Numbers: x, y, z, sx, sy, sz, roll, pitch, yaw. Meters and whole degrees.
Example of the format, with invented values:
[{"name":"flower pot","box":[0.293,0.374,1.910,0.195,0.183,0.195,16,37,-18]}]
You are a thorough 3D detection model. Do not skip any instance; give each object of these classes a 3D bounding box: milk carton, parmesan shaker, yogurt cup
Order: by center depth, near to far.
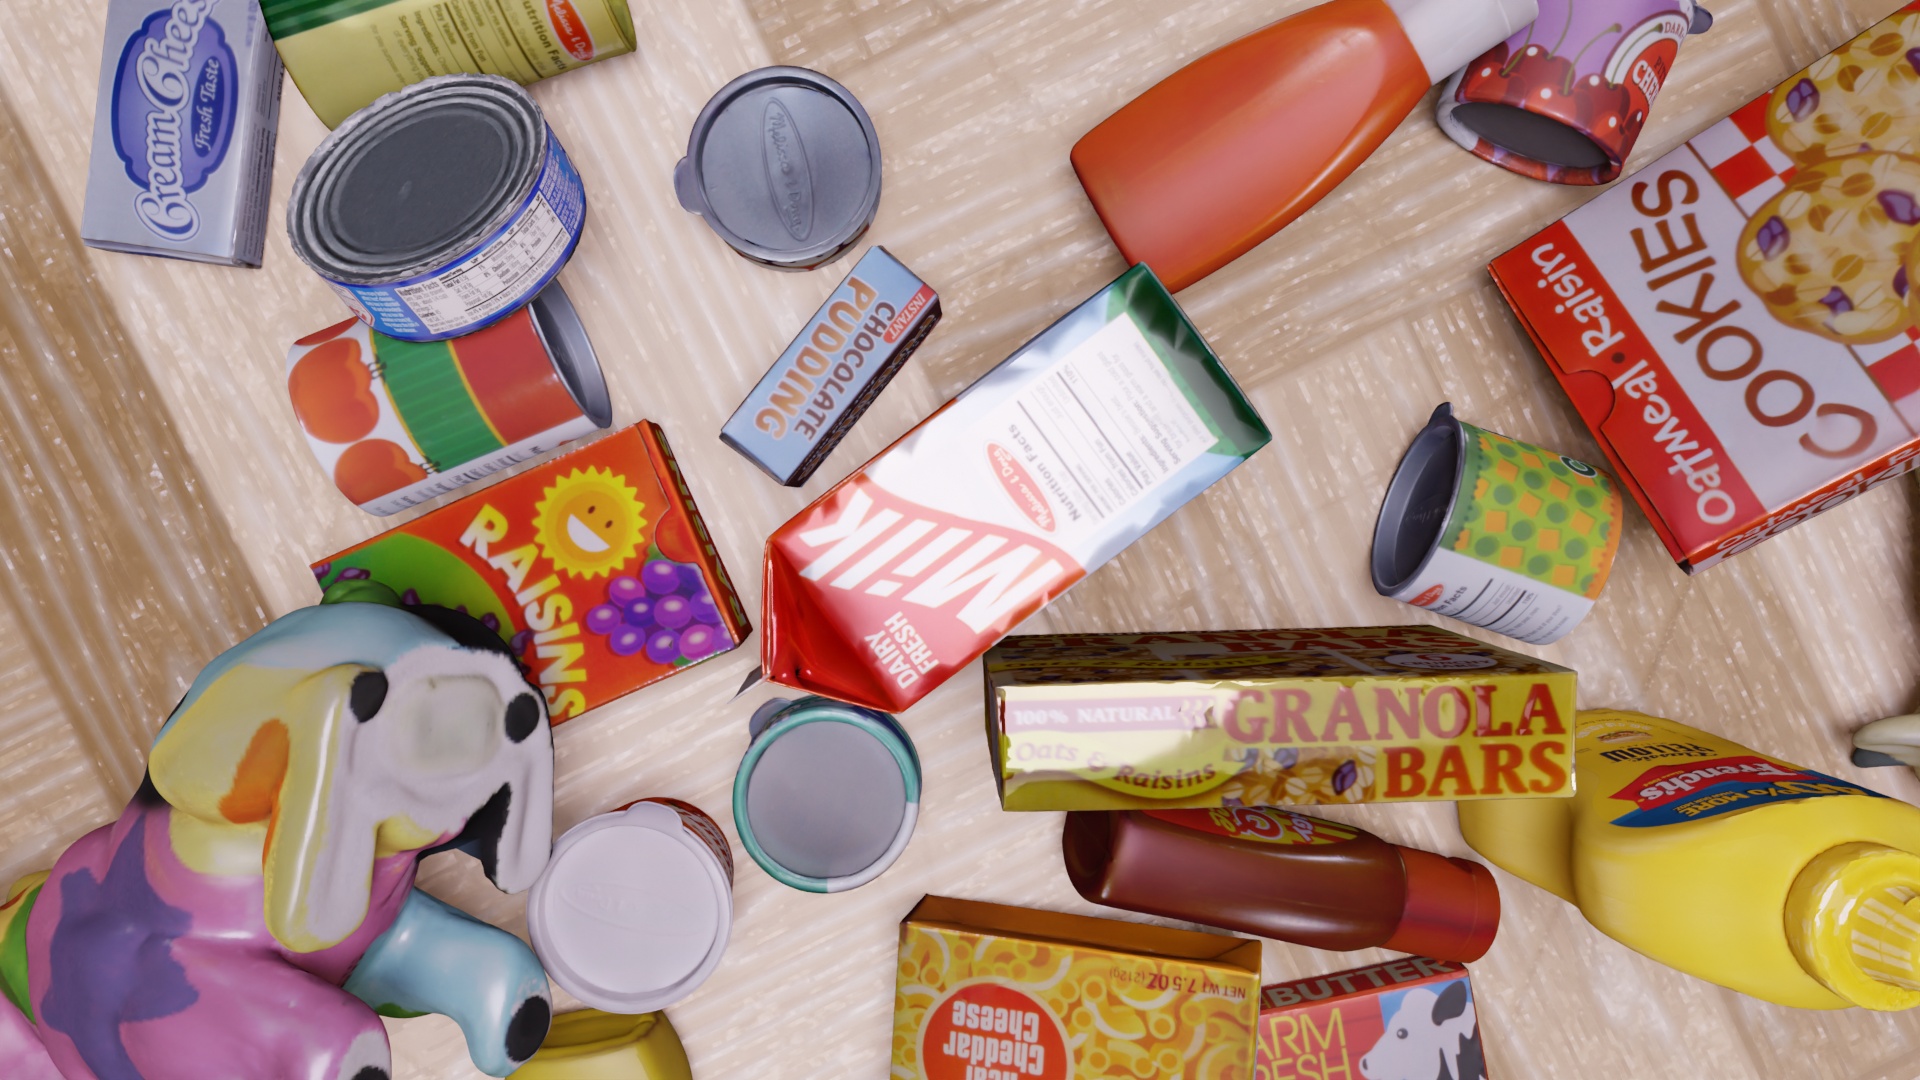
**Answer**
[{"name":"parmesan shaker","box":[-0.170,-0.183,0.462,0.103,0.071,0.071,-18,93,0]},{"name":"milk carton","box":[0.002,-0.006,0.472,0.190,0.072,0.073,-36,93,-1]},{"name":"yogurt cup","box":[-0.110,0.122,0.482,0.072,0.054,0.072,0,92,-1]}]

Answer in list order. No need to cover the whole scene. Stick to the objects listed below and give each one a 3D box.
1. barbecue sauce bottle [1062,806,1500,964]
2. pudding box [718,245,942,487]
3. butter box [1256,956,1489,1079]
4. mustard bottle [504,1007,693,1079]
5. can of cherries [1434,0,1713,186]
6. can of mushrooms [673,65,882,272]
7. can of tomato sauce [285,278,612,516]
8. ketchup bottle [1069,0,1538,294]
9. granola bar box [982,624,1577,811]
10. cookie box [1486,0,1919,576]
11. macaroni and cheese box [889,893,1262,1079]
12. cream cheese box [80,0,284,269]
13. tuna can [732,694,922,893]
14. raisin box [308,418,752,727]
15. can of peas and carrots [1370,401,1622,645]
[{"name":"barbecue sauce bottle","box":[0.113,0.117,0.486,0.148,0.065,0.043,14,94,-10]},{"name":"pudding box","box":[-0.043,-0.058,0.480,0.030,0.049,0.083,40,90,-1]},{"name":"butter box","box":[0.136,0.187,0.505,0.103,0.024,0.053,-10,92,-1]},{"name":"mustard bottle","box":[-0.119,0.249,0.489,0.065,0.049,0.160,-9,92,1]},{"name":"can of cherries","box":[0.207,-0.160,0.472,0.071,0.071,0.058,25,92,-2]},{"name":"can of mushrooms","box":[-0.063,-0.128,0.485,0.071,0.033,0.071,0,93,-2]},{"name":"can of tomato sauce","box":[-0.171,-0.055,0.469,0.083,0.071,0.071,-22,93,0]},{"name":"ketchup bottle","box":[0.113,-0.145,0.461,0.148,0.043,0.064,-30,88,20]},{"name":"granola bar box","box":[0.091,0.054,0.450,0.166,0.124,0.039,-1,93,-1]},{"name":"cookie box","box":[0.275,-0.082,0.440,0.167,0.040,0.123,-32,64,21]},{"name":"macaroni and cheese box","box":[0.037,0.217,0.484,0.124,0.040,0.166,5,93,14]},{"name":"cream cheese box","box":[-0.269,-0.149,0.484,0.053,0.024,0.103,8,92,-1]},{"name":"tuna can","box":[-0.048,0.087,0.493,0.071,0.033,0.071,0,92,-2]},{"name":"raisin box","box":[-0.147,0.021,0.486,0.123,0.040,0.086,-23,92,-1]},{"name":"can of peas and carrots","box":[0.184,-0.005,0.479,0.059,0.071,0.071,18,92,-3]}]
